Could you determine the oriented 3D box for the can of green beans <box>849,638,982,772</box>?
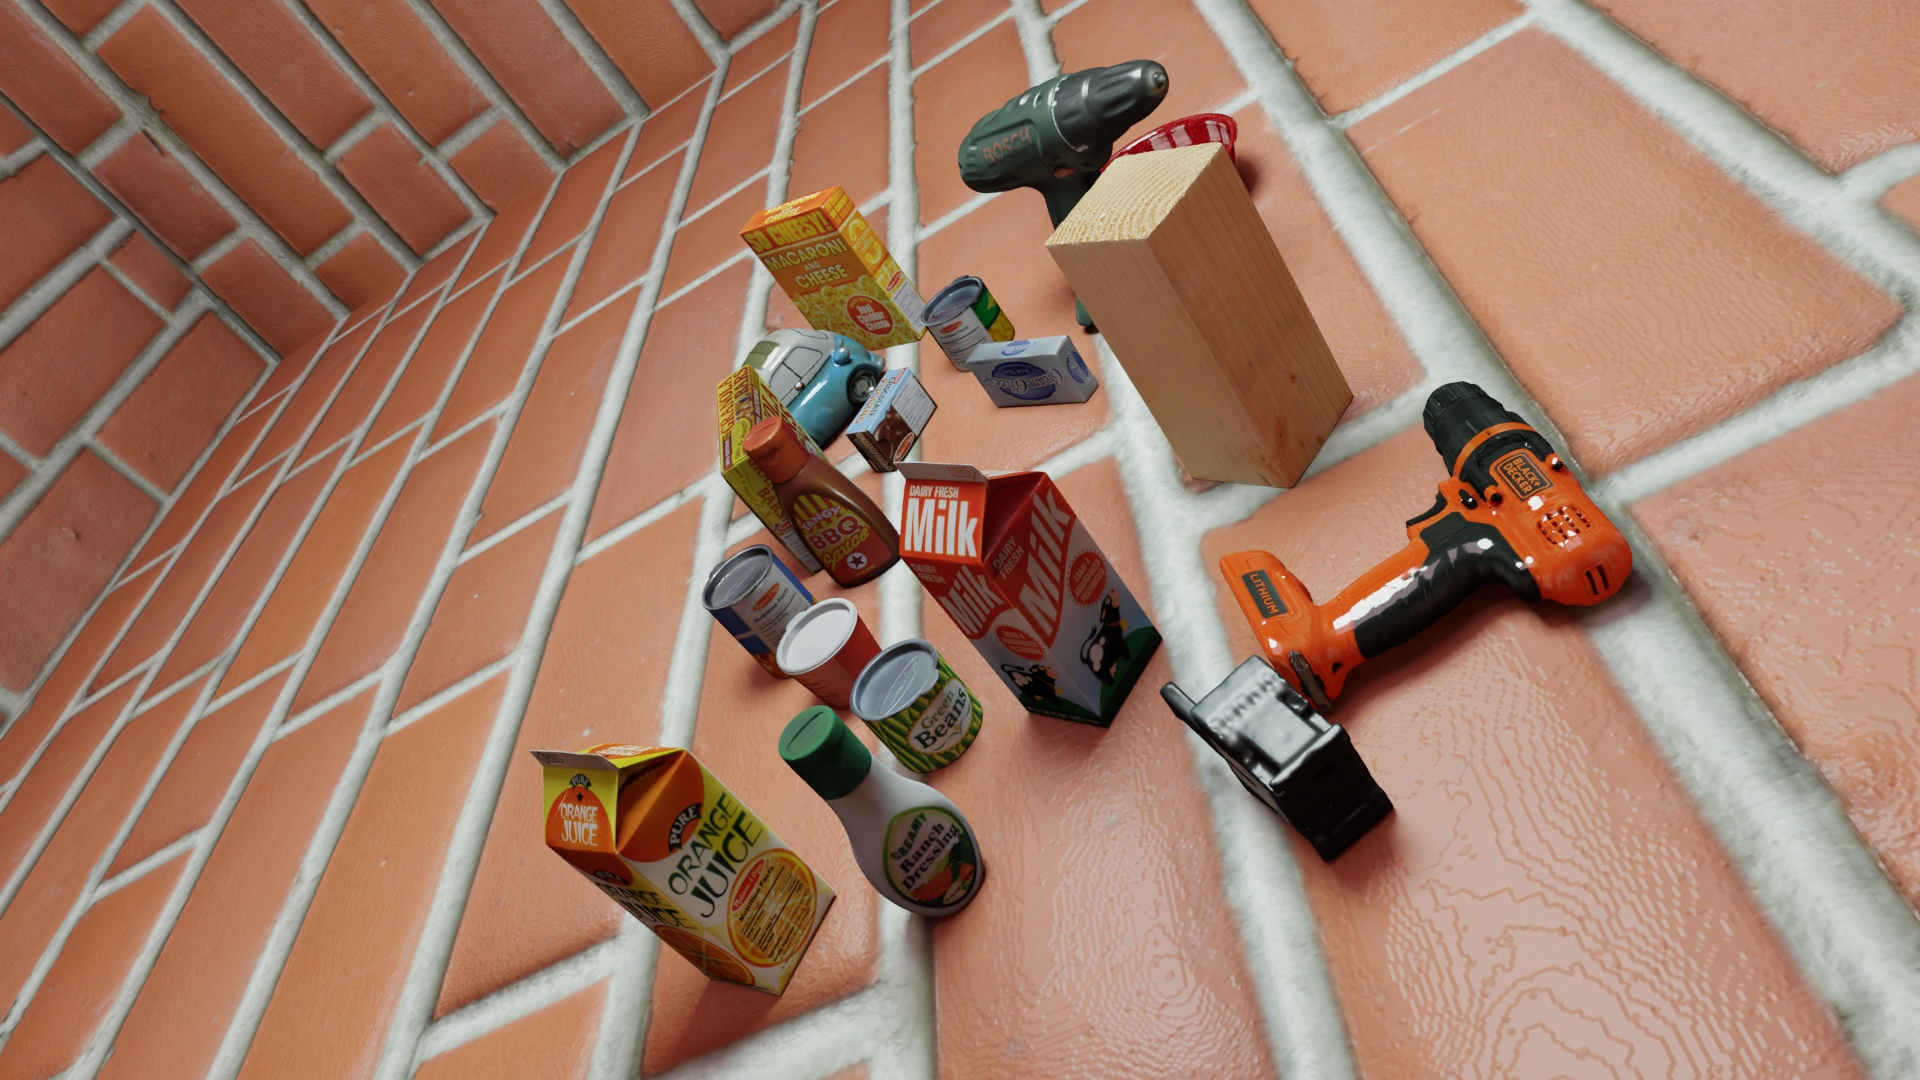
[{"bbox_3d":[-0.028,0.107,0.893,0.071,0.057,0.071,-26,33,19],"label":"can of green beans"}]

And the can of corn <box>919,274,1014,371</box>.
[{"bbox_3d":[0.007,-0.197,1.254,0.071,0.058,0.071,-26,33,19],"label":"can of corn"}]

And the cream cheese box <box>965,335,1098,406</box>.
[{"bbox_3d":[0.058,-0.137,1.129,0.103,0.053,0.024,2,49,47],"label":"cream cheese box"}]

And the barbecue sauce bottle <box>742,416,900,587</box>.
[{"bbox_3d":[-0.109,-0.031,1.068,0.065,0.148,0.044,-28,32,17],"label":"barbecue sauce bottle"}]

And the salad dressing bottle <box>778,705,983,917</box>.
[{"bbox_3d":[-0.044,0.150,0.766,0.064,0.147,0.044,-48,32,-16],"label":"salad dressing bottle"}]

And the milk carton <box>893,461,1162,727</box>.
[{"bbox_3d":[0.034,0.021,0.814,0.072,0.190,0.074,4,50,48],"label":"milk carton"}]

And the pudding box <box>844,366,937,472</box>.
[{"bbox_3d":[-0.060,-0.106,1.211,0.030,0.049,0.084,-6,44,42],"label":"pudding box"}]

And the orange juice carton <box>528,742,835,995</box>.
[{"bbox_3d":[-0.166,0.180,0.807,0.071,0.192,0.073,-5,44,42],"label":"orange juice carton"}]

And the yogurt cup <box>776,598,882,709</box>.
[{"bbox_3d":[-0.088,0.083,0.989,0.072,0.053,0.073,-26,33,19],"label":"yogurt cup"}]

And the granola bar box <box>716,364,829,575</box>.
[{"bbox_3d":[-0.155,-0.062,1.179,0.039,0.124,0.166,-33,31,9],"label":"granola bar box"}]

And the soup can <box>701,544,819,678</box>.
[{"bbox_3d":[-0.147,0.054,1.058,0.071,0.083,0.072,-26,33,19],"label":"soup can"}]

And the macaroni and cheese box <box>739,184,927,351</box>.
[{"bbox_3d":[-0.120,-0.261,1.364,0.123,0.166,0.040,-5,44,42],"label":"macaroni and cheese box"}]
